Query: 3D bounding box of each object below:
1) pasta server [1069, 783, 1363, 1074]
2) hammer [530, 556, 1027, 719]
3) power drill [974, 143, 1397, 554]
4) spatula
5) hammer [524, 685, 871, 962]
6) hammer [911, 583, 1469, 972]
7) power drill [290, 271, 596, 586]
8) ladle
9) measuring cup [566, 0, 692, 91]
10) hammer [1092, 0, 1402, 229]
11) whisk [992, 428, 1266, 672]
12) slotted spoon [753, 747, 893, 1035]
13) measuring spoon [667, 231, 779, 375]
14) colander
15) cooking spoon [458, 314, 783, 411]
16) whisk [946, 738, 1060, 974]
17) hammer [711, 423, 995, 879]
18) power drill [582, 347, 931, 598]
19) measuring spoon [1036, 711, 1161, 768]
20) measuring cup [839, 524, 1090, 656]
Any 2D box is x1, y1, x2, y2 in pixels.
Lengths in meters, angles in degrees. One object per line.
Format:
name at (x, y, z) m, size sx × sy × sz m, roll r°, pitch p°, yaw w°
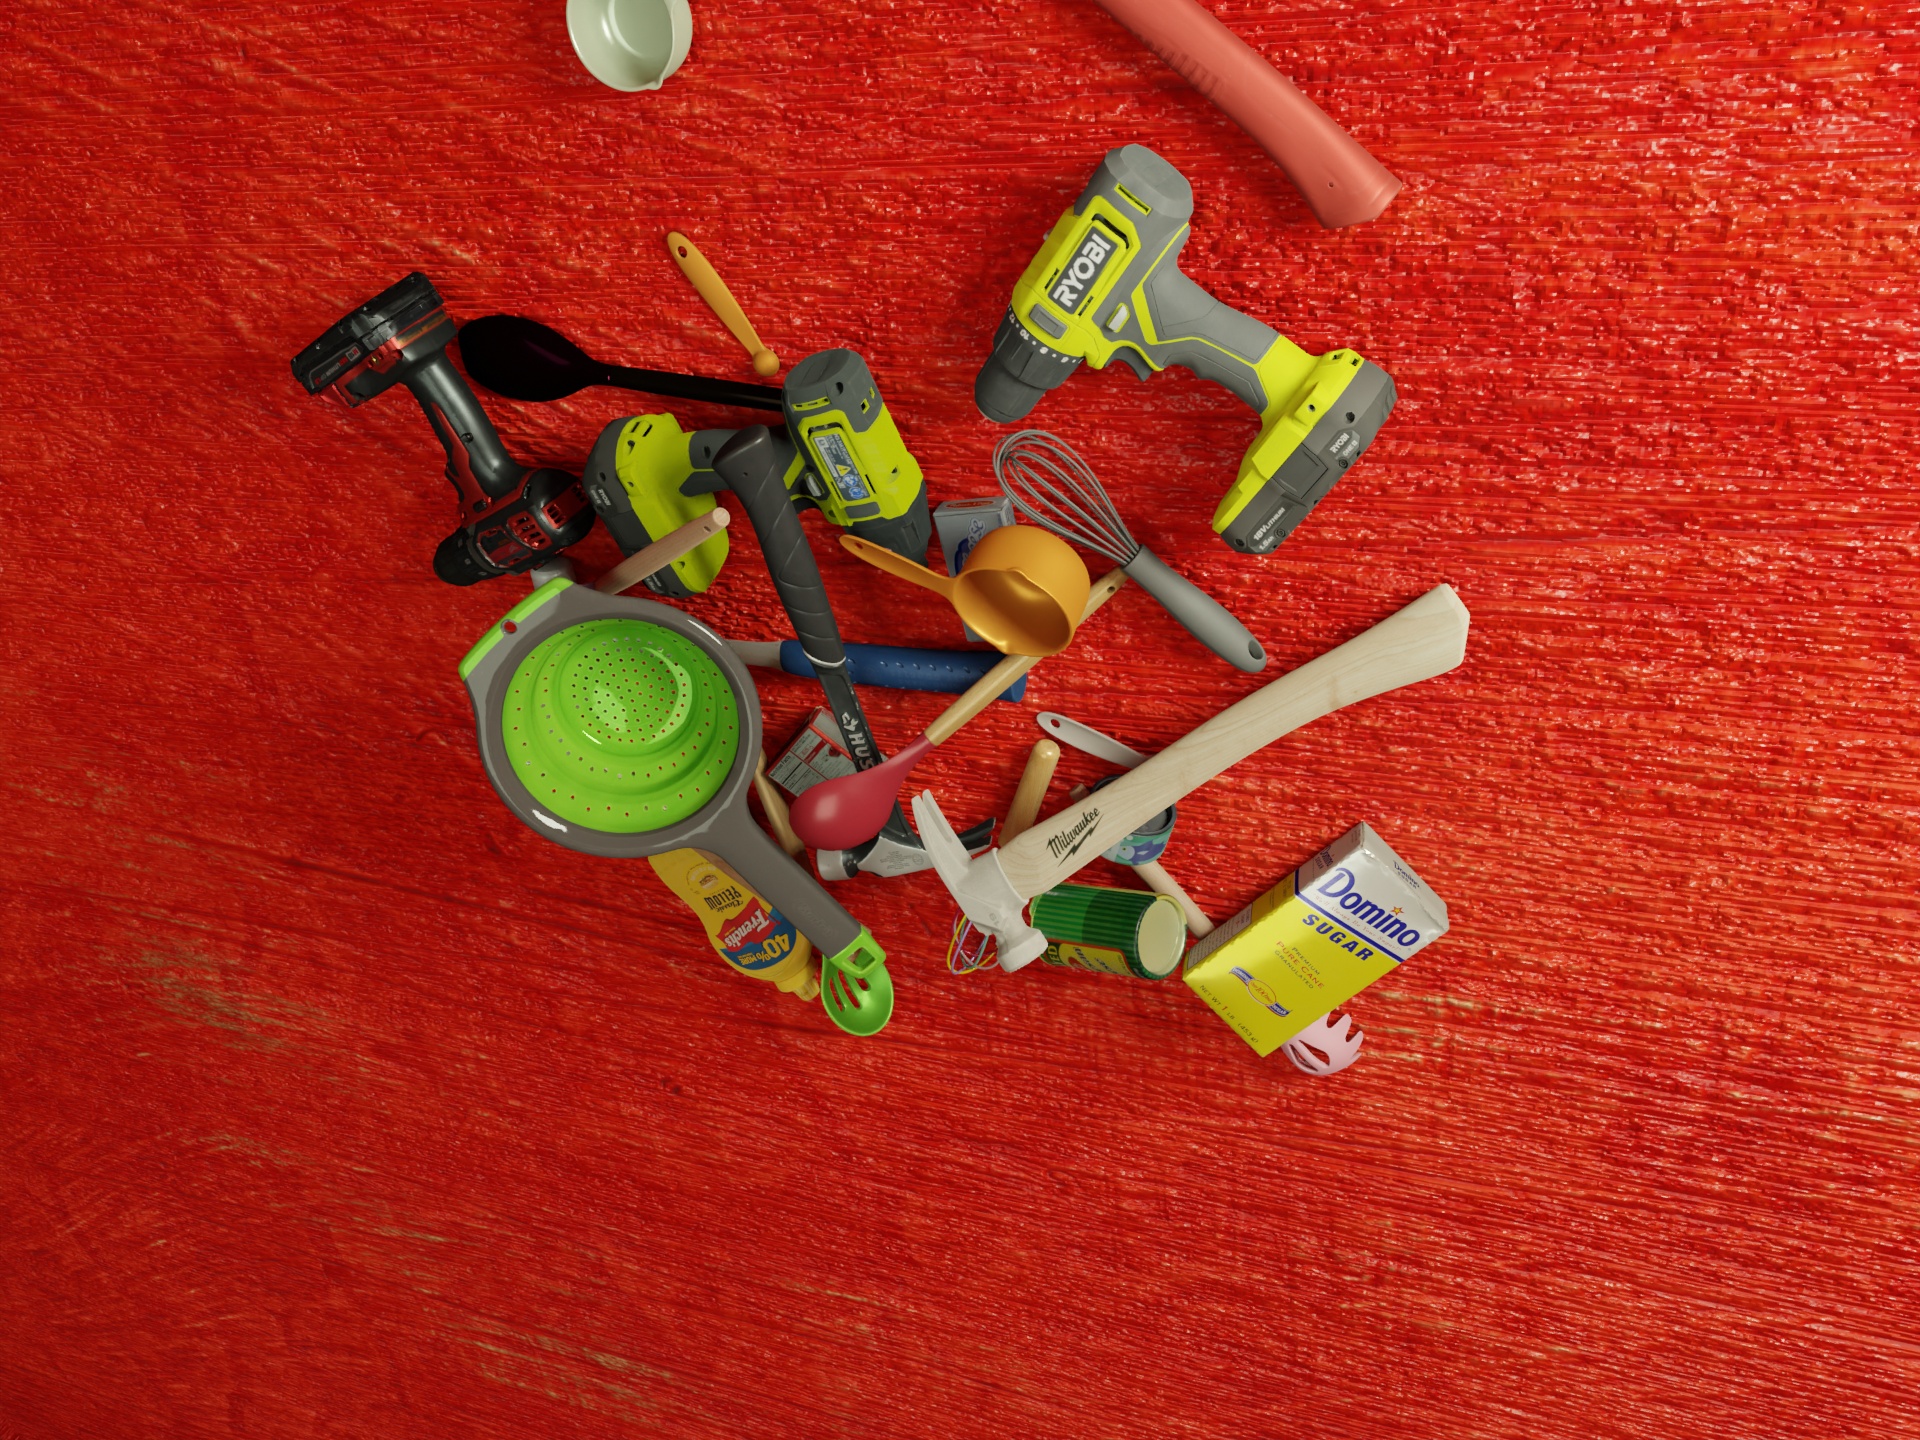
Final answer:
pasta server at (0.196, 0.164, 1.232) m, size 0.316 × 0.040 × 0.060 m, roll 47°, pitch 128°, yaw -6°
hammer at (-0.145, -0.046, 1.235) m, size 0.405 × 0.035 × 0.144 m, roll 6°, pitch 124°, yaw 21°
power drill at (0.130, -0.209, 0.977) m, size 0.228 × 0.080 × 0.190 m, roll 38°, pitch 129°, yaw 0°
spatula at (-0.246, -0.101, 1.154) m, size 0.059 × 0.018 × 0.316 m, roll 39°, pitch 149°, yaw -23°
hammer at (-0.213, 0.087, 1.290) m, size 0.331 × 0.031 × 0.130 m, roll 35°, pitch 120°, yaw 3°
hammer at (0.154, 0.020, 1.092) m, size 0.410 × 0.038 × 0.146 m, roll -33°, pitch 89°, yaw 23°
power drill at (-0.398, -0.205, 1.213) m, size 0.188 × 0.080 × 0.226 m, roll -15°, pitch 118°, yaw 43°
ladle at (-0.002, -0.004, 1.138) m, size 0.315 × 0.031 × 0.069 m, roll -41°, pitch 125°, yaw 15°
measuring cup at (-0.169, -0.452, 0.972) m, size 0.167 × 0.038 × 0.083 m, roll -23°, pitch 111°, yaw 32°
hammer at (0.105, -0.408, 0.879) m, size 0.359 × 0.037 × 0.149 m, roll 39°, pitch 129°, yaw -4°
whisk at (0.117, -0.111, 1.071) m, size 0.239 × 0.055 × 0.055 m, roll 39°, pitch 129°, yaw -11°
slotted spoon at (-0.129, 0.132, 1.337) m, size 0.031 × 0.070 × 0.313 m, roll 6°, pitch 124°, yaw 48°
measuring spoon at (-0.165, -0.286, 1.097) m, size 0.021 × 0.011 × 0.116 m, roll -26°, pitch 108°, yaw 35°
colander at (-0.199, 0.049, 1.219) m, size 0.204 × 0.095 × 0.396 m, roll -40°, pitch 111°, yaw 9°
cooking spoon at (-0.227, -0.246, 1.148) m, size 0.319 × 0.017 × 0.068 m, roll 11°, pitch 129°, yaw 17°
whisk at (0.036, 0.113, 1.264) m, size 0.047 × 0.051 × 0.244 m, roll 12°, pitch 124°, yaw -10°
hammer at (-0.088, -0.033, 1.151) m, size 0.149 × 0.036 × 0.408 m, roll -6°, pitch 130°, yaw 16°
power drill at (-0.136, -0.159, 1.121) m, size 0.223 × 0.080 × 0.171 m, roll -6°, pitch 131°, yaw 26°
measuring spoon at (0.114, 0.018, 1.179) m, size 0.124 × 0.018 × 0.034 m, roll 24°, pitch 129°, yaw 16°
measuring cup at (0.005, -0.106, 1.075) m, size 0.173 × 0.052 × 0.095 m, roll 24°, pitch 150°, yaw 11°
